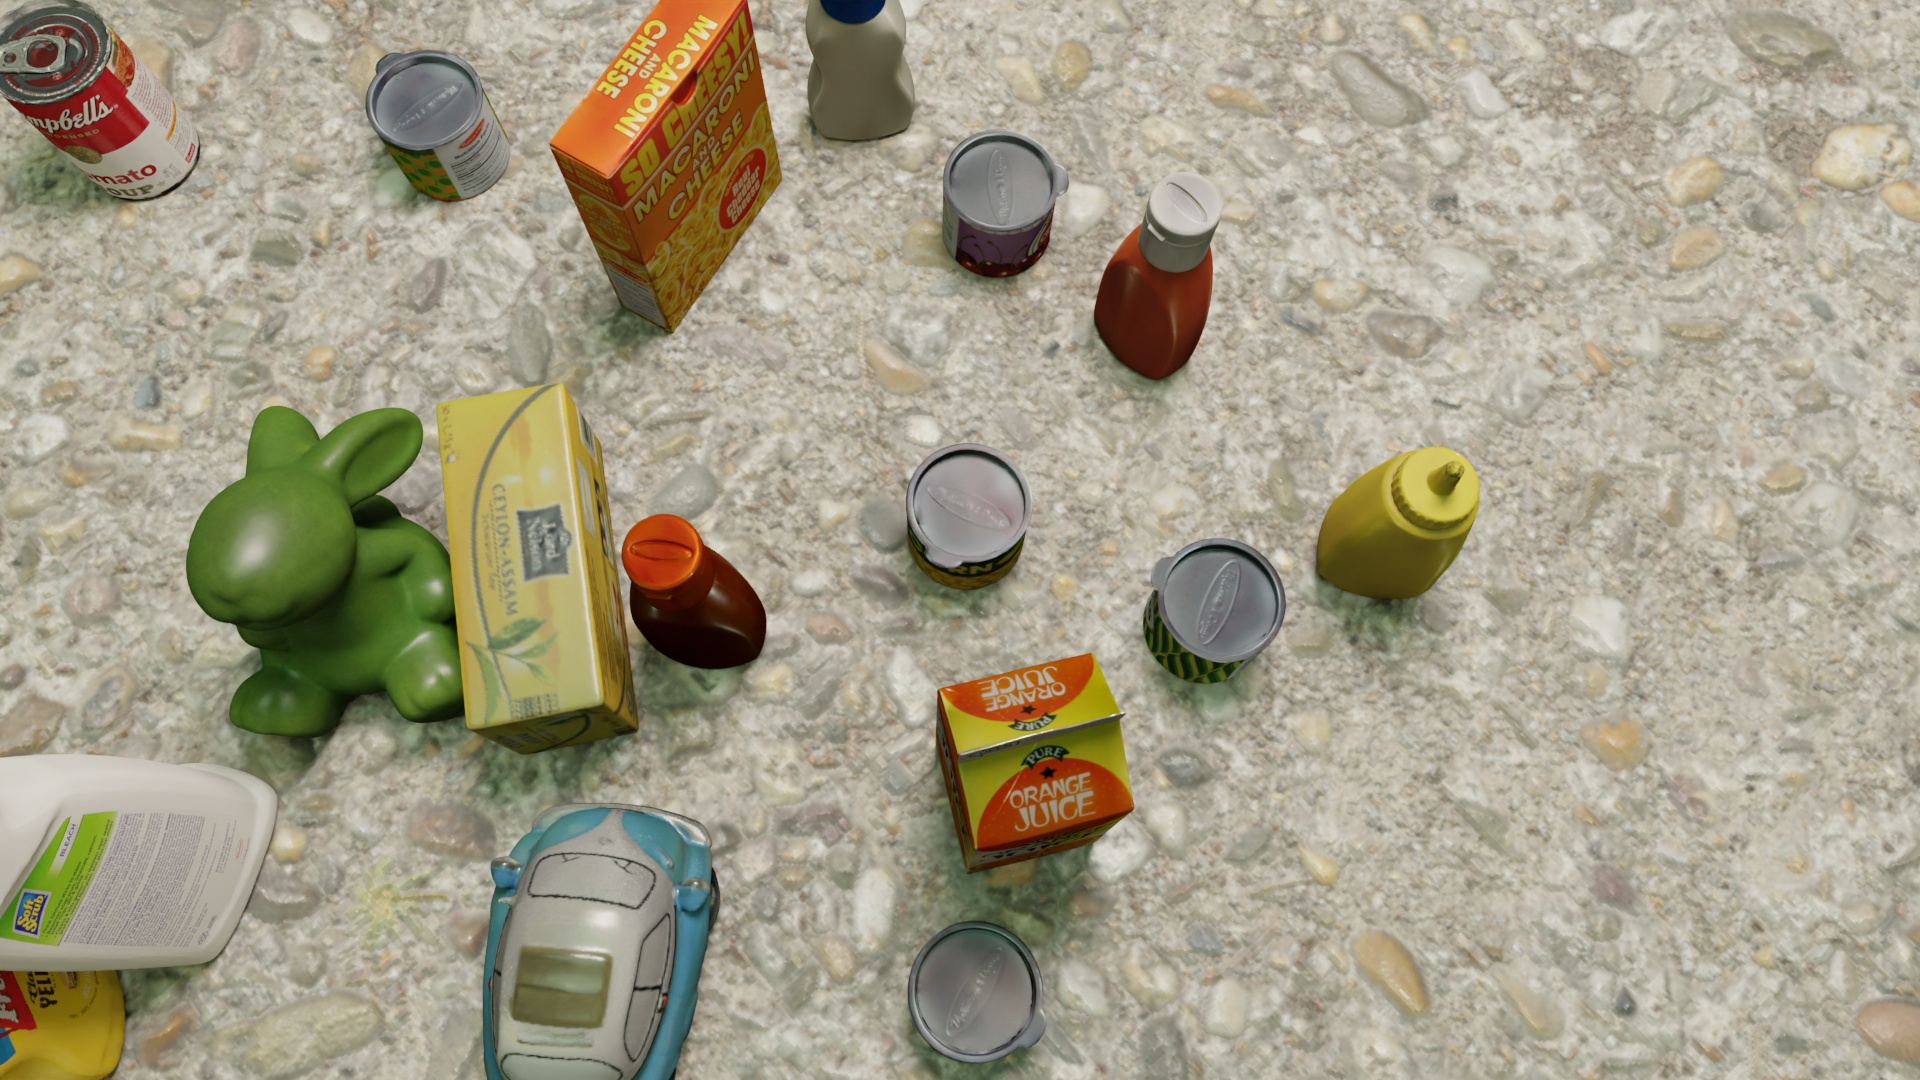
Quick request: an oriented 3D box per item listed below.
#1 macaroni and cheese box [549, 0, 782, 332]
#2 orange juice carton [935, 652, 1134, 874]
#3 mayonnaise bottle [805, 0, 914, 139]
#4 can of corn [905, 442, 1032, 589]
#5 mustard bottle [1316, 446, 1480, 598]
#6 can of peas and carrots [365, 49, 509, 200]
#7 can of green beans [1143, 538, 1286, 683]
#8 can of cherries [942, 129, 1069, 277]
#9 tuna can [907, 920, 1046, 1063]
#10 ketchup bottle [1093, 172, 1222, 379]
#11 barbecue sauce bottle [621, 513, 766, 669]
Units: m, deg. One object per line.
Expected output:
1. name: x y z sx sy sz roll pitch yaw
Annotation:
1. macaroni and cheese box: -0.151 -0.204 0.751 0.040 0.166 0.124 29 74 7
2. orange juice carton: 0.031 0.105 0.642 0.072 0.192 0.073 -12 73 -5
3. mayonnaise bottle: -0.059 -0.285 0.790 0.065 0.147 0.041 -7 73 -4
4. can of corn: 0.003 -0.009 0.749 0.071 0.058 0.071 0 72 -1
5. mustard bottle: 0.227 -0.012 0.703 0.065 0.159 0.049 16 73 3
6. can of peas and carrots: -0.307 -0.244 0.816 0.071 0.058 0.071 0 72 -1
7. can of green beans: 0.133 0.038 0.737 0.071 0.057 0.071 0 72 -1
8. can of cherries: 0.025 -0.195 0.810 0.071 0.058 0.071 0 72 -1
9. tuna can: 0.009 0.224 0.687 0.071 0.032 0.071 0 72 -1
10. ketchup bottle: 0.108 -0.142 0.748 0.043 0.148 0.065 -39 77 -12
11. barbecue sauce bottle: -0.135 0.027 0.686 0.065 0.148 0.044 6 73 0
